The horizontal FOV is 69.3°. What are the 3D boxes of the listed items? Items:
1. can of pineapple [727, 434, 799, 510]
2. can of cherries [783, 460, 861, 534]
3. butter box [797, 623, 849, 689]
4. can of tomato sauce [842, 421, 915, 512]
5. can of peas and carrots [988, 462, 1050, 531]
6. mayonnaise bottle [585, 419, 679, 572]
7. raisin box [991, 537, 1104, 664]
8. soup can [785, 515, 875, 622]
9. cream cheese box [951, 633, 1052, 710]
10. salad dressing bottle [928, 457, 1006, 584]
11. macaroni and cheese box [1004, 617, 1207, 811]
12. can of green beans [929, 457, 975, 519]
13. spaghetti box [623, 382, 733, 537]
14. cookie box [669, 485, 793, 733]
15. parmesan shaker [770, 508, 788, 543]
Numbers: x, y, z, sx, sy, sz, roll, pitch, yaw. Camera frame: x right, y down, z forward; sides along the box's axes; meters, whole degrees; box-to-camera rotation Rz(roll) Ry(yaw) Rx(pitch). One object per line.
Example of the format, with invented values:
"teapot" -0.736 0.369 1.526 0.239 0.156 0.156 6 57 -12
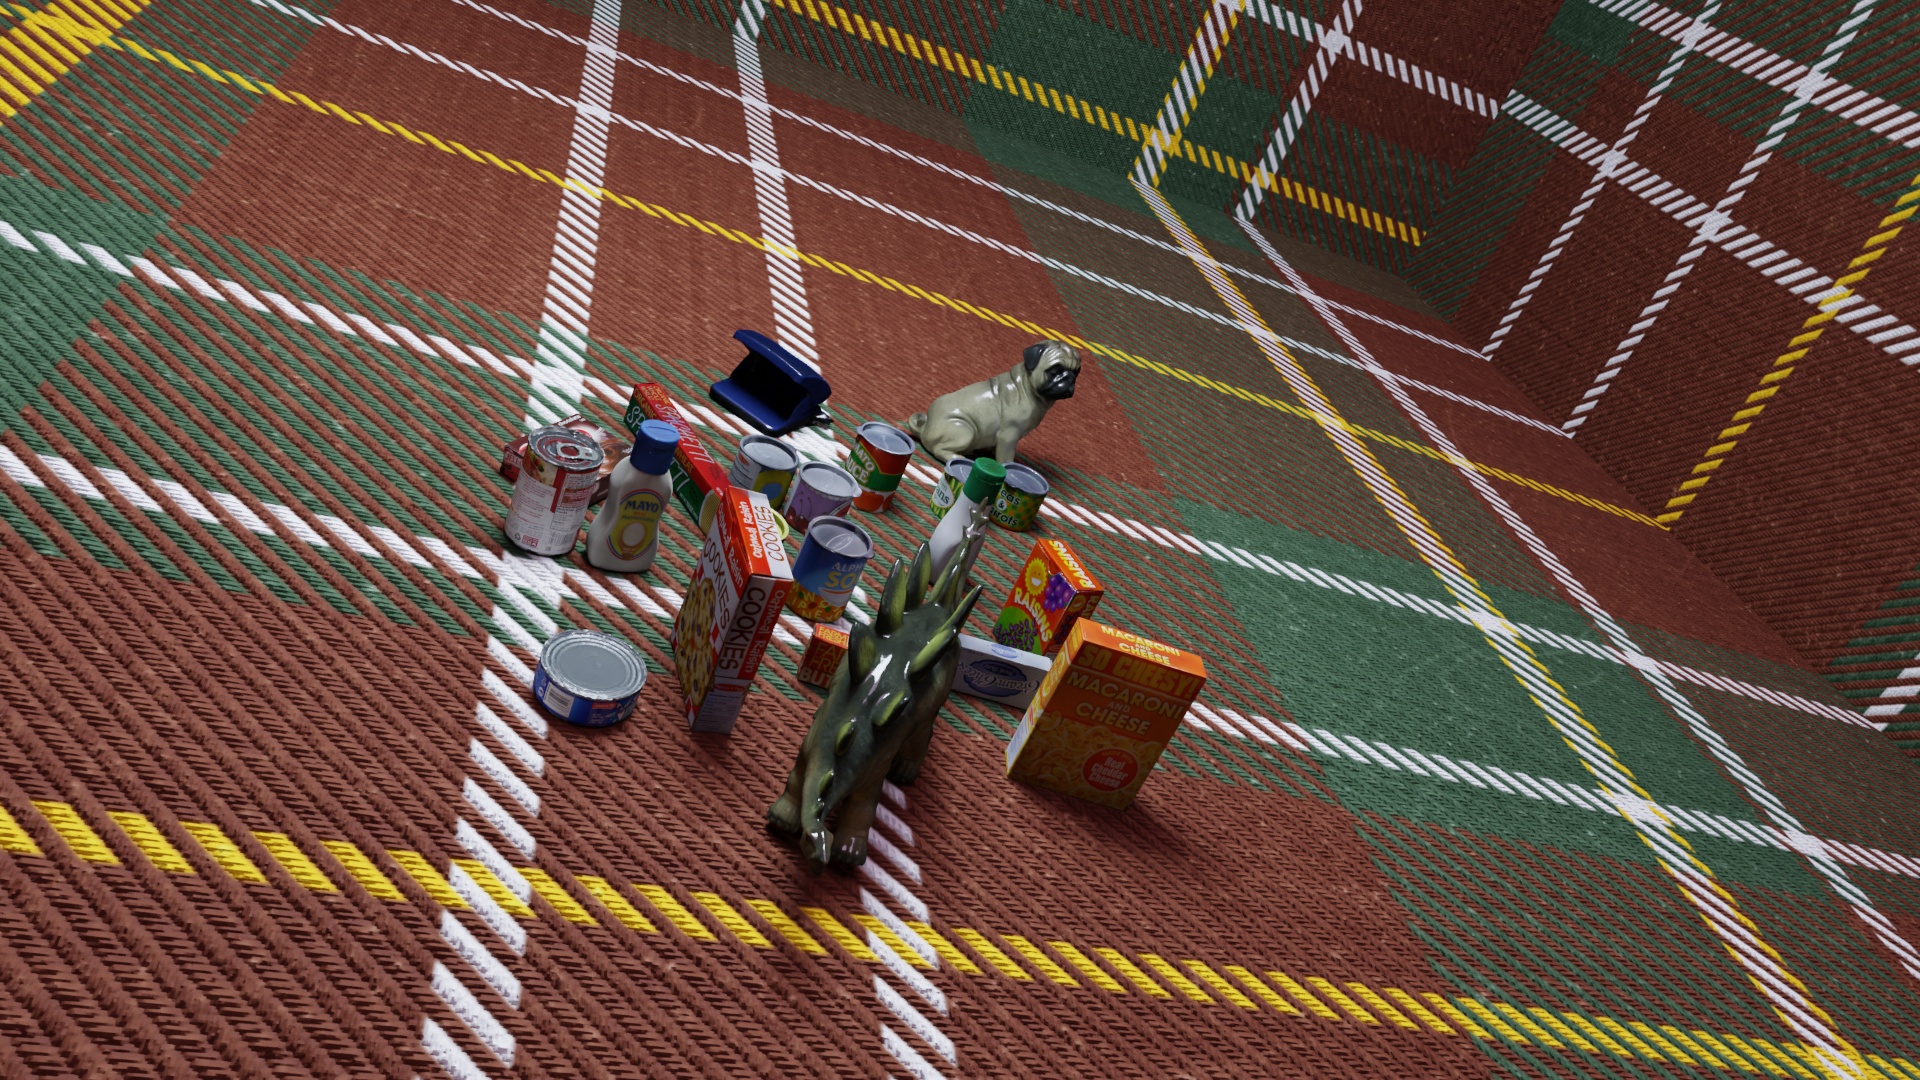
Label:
"can of pineapple" -0.211 -0.072 1.488 0.071 0.057 0.071 20 28 -11
"can of cherries" -0.148 -0.042 1.488 0.071 0.058 0.072 20 28 -11
"butter box" -0.093 0.117 1.268 0.103 0.053 0.024 20 28 -9
"can of tomato sauce" -0.099 -0.083 1.571 0.071 0.082 0.071 20 28 -11
"can of peas and carrots" 0.065 -0.052 1.676 0.071 0.058 0.071 20 28 -11
"mayonnaise bottle" -0.295 -0.040 1.271 0.065 0.147 0.041 7 33 -31
"raisin box" 0.087 0.072 1.415 0.040 0.122 0.086 5 34 -34
"soup can" -0.128 0.030 1.355 0.071 0.083 0.072 20 28 -11
"cream cheese box" 0.033 0.128 1.350 0.104 0.053 0.024 17 29 -16
"salad dressing bottle" 0.005 -0.019 1.477 0.064 0.147 0.044 -8 42 -46
"macaroni and cheese box" 0.129 0.158 1.256 0.124 0.165 0.040 18 28 -13
"can of green beans" 0.004 -0.056 1.634 0.071 0.057 0.071 20 28 -11
"spaghetti box" -0.286 -0.080 1.449 0.029 0.050 0.251 -2 38 -41
"cookie box" -0.195 0.058 1.165 0.040 0.166 0.123 10 32 -27
"parmesan shaker" -0.208 0.020 1.287 0.071 0.102 0.071 20 28 -11
